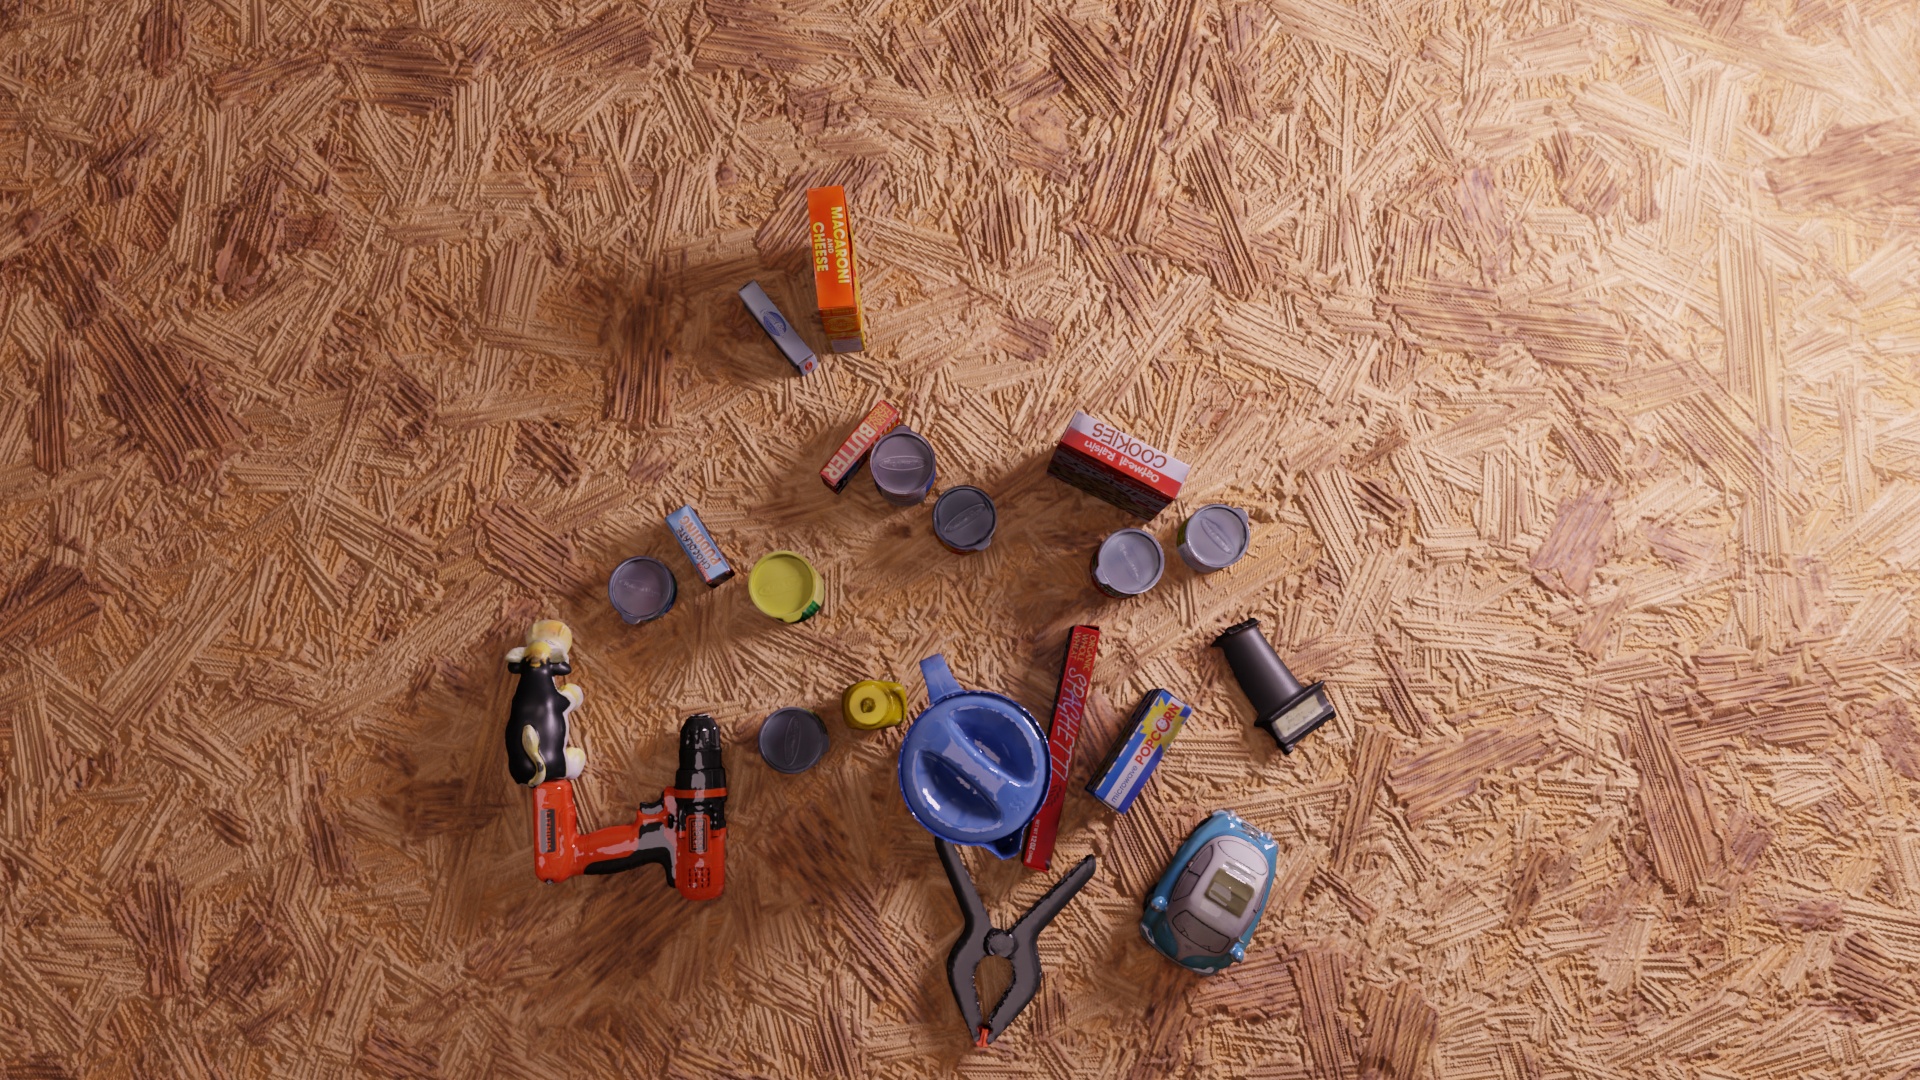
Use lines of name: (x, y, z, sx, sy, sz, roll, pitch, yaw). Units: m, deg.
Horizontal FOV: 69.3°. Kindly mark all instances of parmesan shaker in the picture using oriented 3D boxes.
parmesan shaker: (-0.173, 0.051, 1.394, 0.071, 0.103, 0.071, 0, 83, -1)

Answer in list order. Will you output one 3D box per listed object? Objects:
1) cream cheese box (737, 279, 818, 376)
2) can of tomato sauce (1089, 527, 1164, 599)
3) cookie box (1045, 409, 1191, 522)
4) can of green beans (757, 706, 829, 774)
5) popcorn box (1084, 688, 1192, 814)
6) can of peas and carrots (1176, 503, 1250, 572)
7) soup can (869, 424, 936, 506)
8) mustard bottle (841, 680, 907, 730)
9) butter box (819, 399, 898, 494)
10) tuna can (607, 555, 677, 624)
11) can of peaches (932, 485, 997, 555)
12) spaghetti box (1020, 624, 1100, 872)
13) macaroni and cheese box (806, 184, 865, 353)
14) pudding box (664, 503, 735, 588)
cream cheese box: (-0.191, -0.221, 1.455, 0.024, 0.053, 0.104, -38, 85, -5)
can of tomato sauce: (0.166, 0.026, 1.415, 0.071, 0.083, 0.071, 0, 83, -1)
cookie box: (0.153, -0.070, 1.385, 0.123, 0.167, 0.040, 26, 83, 2)
can of green beans: (-0.167, 0.200, 1.397, 0.071, 0.057, 0.071, 0, 83, -1)
popcorn box: (0.176, 0.210, 1.389, 0.038, 0.085, 0.127, 34, 83, 3)
can of peas and carrots: (0.261, -0.003, 1.433, 0.071, 0.058, 0.071, 0, 83, -1)
soup can: (-0.058, -0.075, 1.423, 0.071, 0.083, 0.071, 0, 83, -1)
mustard bottle: (-0.086, 0.160, 1.352, 0.065, 0.160, 0.049, -5, 83, -2)
butter box: (-0.105, -0.097, 1.441, 0.024, 0.053, 0.103, 39, 83, 4)
tuna can: (-0.326, 0.052, 1.426, 0.071, 0.033, 0.071, 0, 82, -1)
can of peaches: (0.005, -0.018, 1.430, 0.071, 0.058, 0.071, 0, 83, -1)
spaghetti box: (0.101, 0.207, 1.405, 0.029, 0.050, 0.250, 13, 82, 1)
macaroni and cheese box: (-0.124, -0.271, 1.407, 0.040, 0.166, 0.124, -6, 83, -2)
pudding box: (-0.267, 0.006, 1.425, 0.030, 0.049, 0.084, -33, 84, -5)
